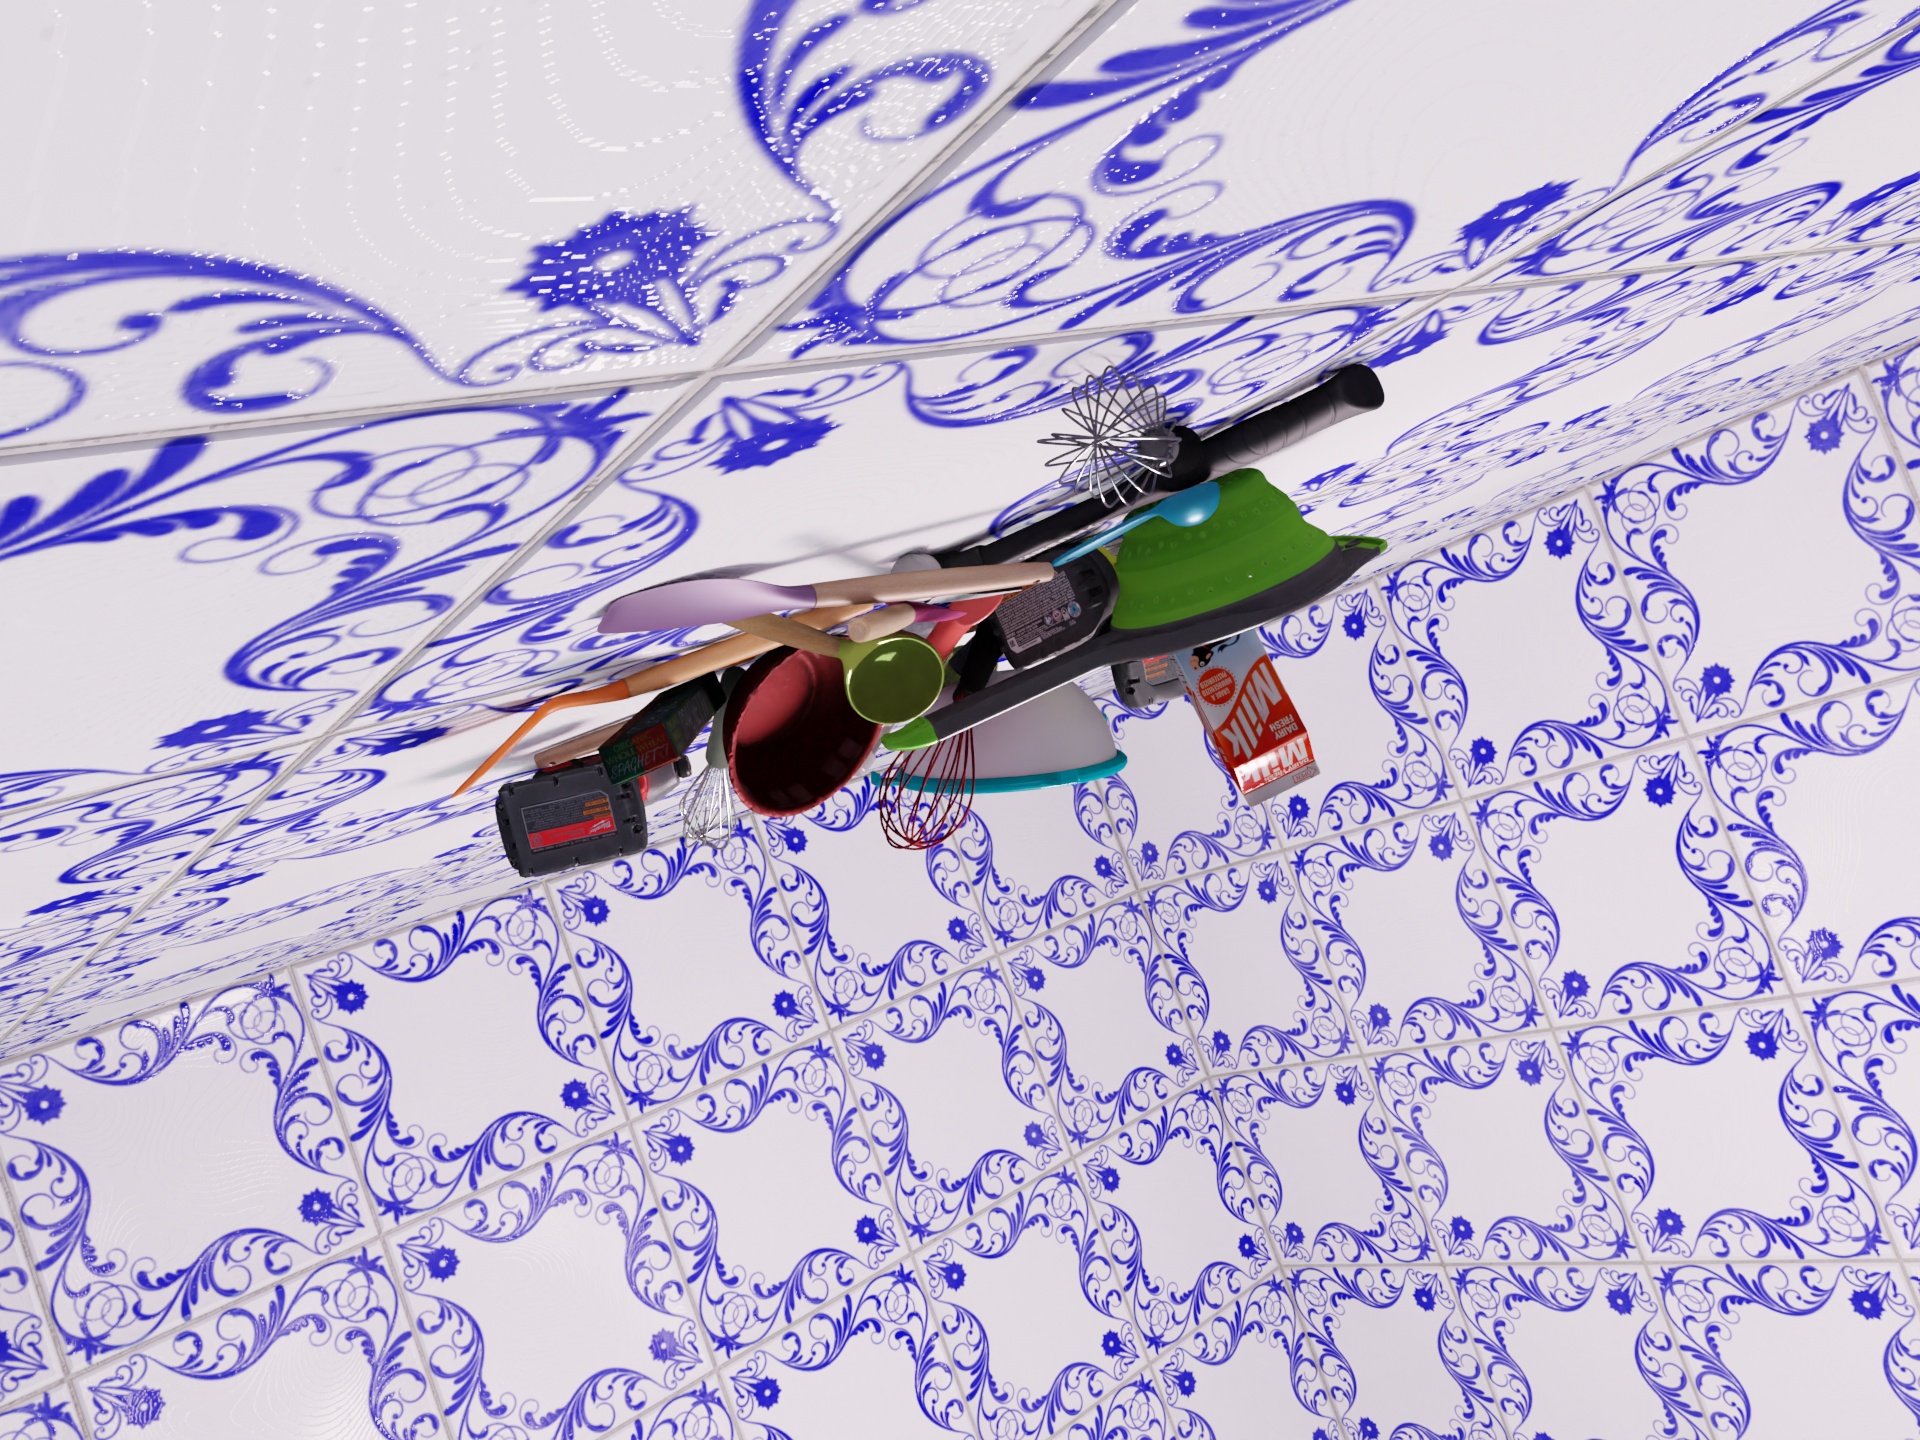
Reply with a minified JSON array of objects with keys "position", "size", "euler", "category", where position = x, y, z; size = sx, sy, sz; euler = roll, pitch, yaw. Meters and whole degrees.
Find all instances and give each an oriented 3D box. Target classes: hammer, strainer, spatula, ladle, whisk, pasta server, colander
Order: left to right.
[{"position":[-0.209,-0.023,1.123],"size":[0.322,0.041,0.081],"euler":[-21,-173,-13],"category":"spatula"},{"position":[-0.208,-0.010,1.343],"size":[0.316,0.040,0.060],"euler":[-19,148,0],"category":"pasta server"},{"position":[-0.207,0.036,1.358],"size":[0.058,0.059,0.246],"euler":[-39,161,-37],"category":"whisk"},{"position":[-0.093,-0.046,1.096],"size":[0.078,0.062,0.320],"euler":[-43,163,11],"category":"ladle"},{"position":[-0.069,-0.080,0.976],"size":[0.315,0.018,0.059],"euler":[-9,160,-34],"category":"spatula"},{"position":[-0.025,-0.059,1.396],"size":[0.149,0.036,0.359],"euler":[-57,-176,-23],"category":"hammer"},{"position":[-0.002,-0.004,1.318],"size":[0.073,0.073,0.296],"euler":[-23,-149,38],"category":"whisk"},{"position":[0.068,-0.008,1.484],"size":[0.211,0.095,0.340],"euler":[-2,-171,25],"category":"strainer"},{"position":[0.111,-0.093,1.166],"size":[0.397,0.094,0.204],"euler":[-24,-167,-9],"category":"colander"},{"position":[0.122,-0.154,1.069],"size":[0.335,0.035,0.146],"euler":[-22,175,25],"category":"hammer"},{"position":[0.104,-0.150,0.869],"size":[0.070,0.070,0.284],"euler":[-22,-179,19],"category":"whisk"}]

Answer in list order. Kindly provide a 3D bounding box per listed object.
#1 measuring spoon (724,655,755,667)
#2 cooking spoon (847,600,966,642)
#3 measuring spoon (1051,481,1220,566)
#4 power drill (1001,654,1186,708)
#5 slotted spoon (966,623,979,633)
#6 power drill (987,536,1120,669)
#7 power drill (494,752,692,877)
[{"position":[-0.197,-0.036,1.210],"size":[0.021,0.011,0.117],"euler":[-23,176,38],"category":"measuring spoon"},{"position":[-0.042,-0.070,1.074],"size":[0.069,0.017,0.319],"euler":[12,-172,5],"category":"cooking spoon"},{"position":[0.116,-0.122,1.053],"size":[0.128,0.021,0.042],"euler":[-25,173,30],"category":"measuring spoon"},{"position":[0.145,-0.081,1.551],"size":[0.188,0.080,0.227],"euler":[-16,-161,-13],"category":"power drill"},{"position":[0.126,-0.129,1.544],"size":[0.313,0.031,0.070],"euler":[-18,-177,-16],"category":"slotted spoon"},{"position":[0.131,-0.116,1.379],"size":[0.223,0.080,0.171],"euler":[-22,177,-44],"category":"power drill"},{"position":[-0.313,0.066,1.377],"size":[0.143,0.078,0.220],"euler":[-13,-173,-2],"category":"power drill"}]
